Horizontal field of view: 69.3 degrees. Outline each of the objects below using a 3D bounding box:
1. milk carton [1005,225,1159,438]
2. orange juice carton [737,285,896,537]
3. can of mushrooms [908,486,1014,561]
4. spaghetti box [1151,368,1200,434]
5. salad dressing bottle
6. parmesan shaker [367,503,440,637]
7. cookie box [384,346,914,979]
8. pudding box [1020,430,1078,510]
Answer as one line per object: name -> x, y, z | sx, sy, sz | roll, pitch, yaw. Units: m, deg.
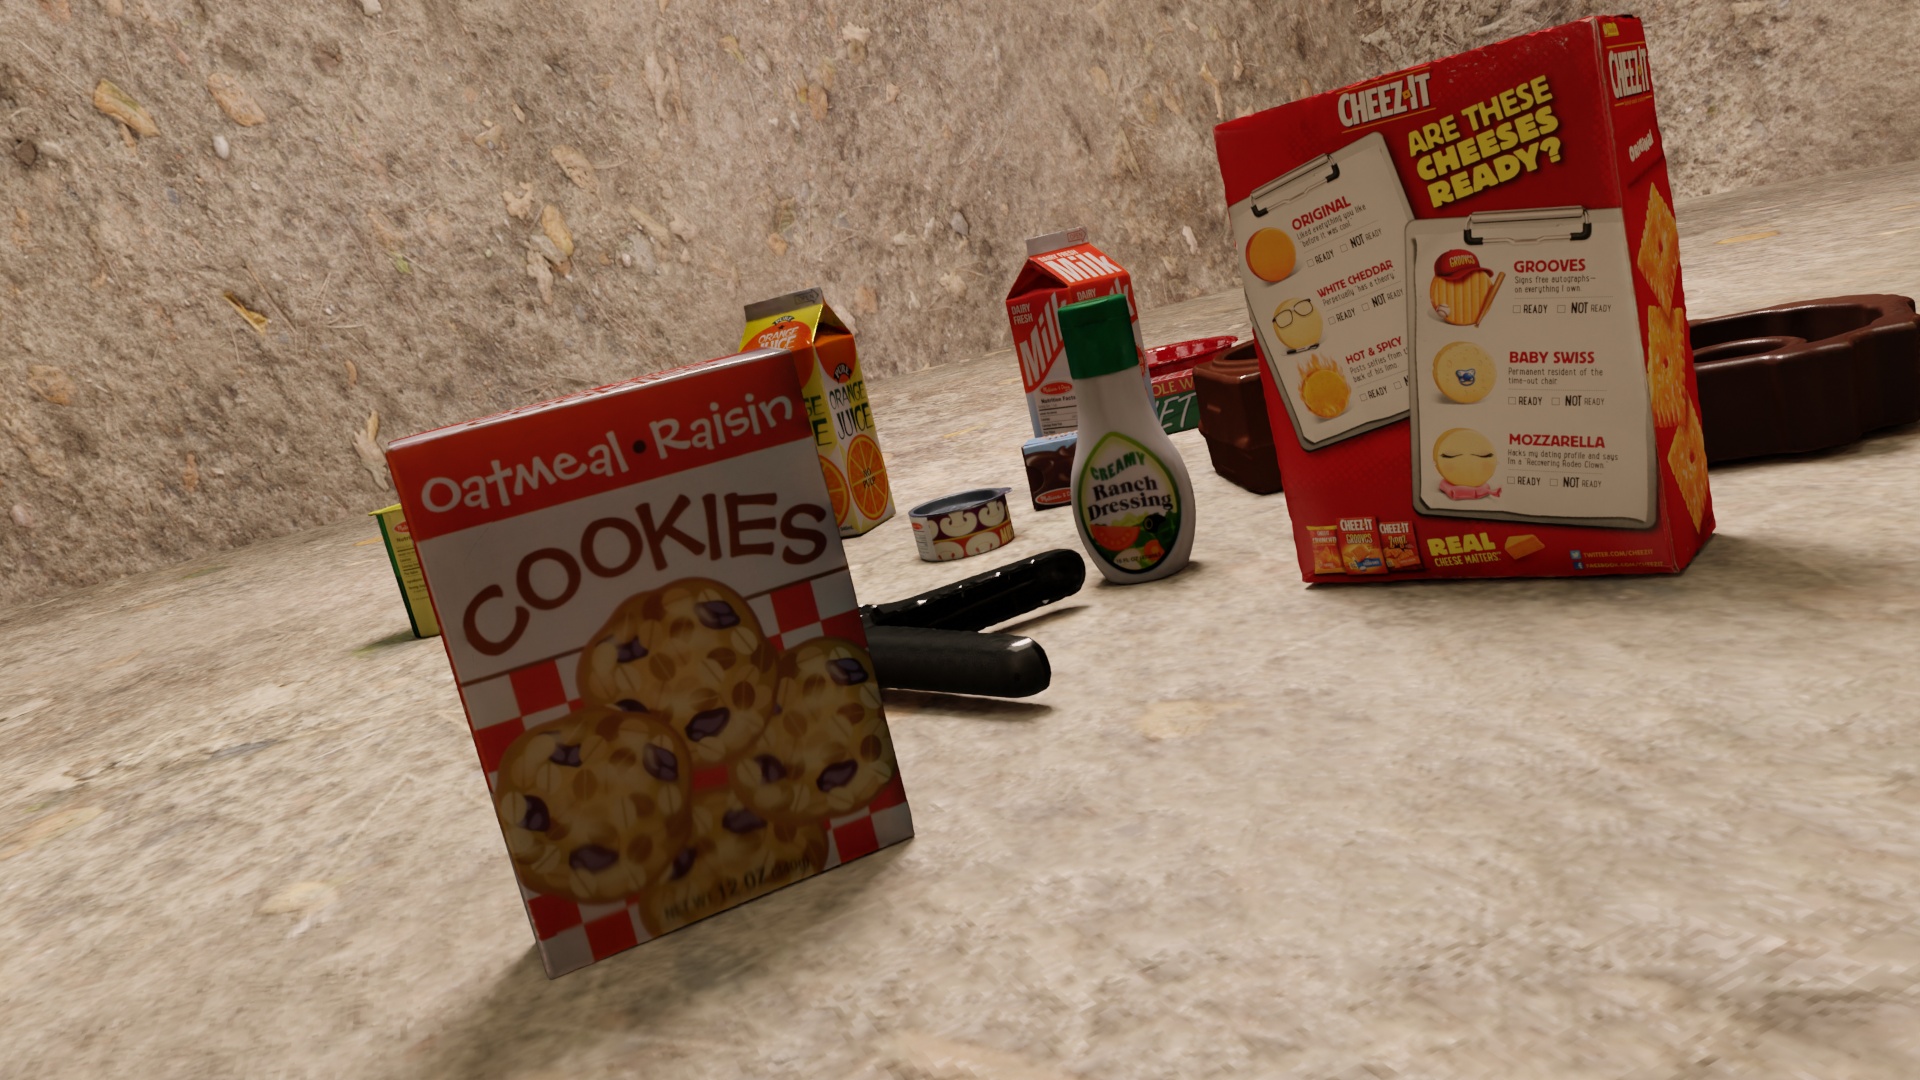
milk carton -> 0.094, -0.146, 1.086 | 0.072, 0.190, 0.073 | -22, 13, -40
orange juice carton -> -0.117, -0.099, 1.094 | 0.072, 0.192, 0.073 | -9, 11, 23
can of mushrooms -> 0.003, -0.012, 0.921 | 0.071, 0.033, 0.071 | -13, 10, 2
spaghetti box -> 0.201, -0.124, 1.220 | 0.250, 0.050, 0.029 | -13, 10, 2
salad dressing bottle -> 0.083, -0.053, 0.727 | 0.064, 0.147, 0.044 | -11, 10, 16
parmesan shaker -> -0.415, 0.019, 1.094 | 0.071, 0.103, 0.071 | -13, 10, 2
cookie box -> -0.095, 0.034, 0.441 | 0.123, 0.167, 0.040 | -17, 11, -21
pudding box -> 0.090, -0.055, 0.996 | 0.083, 0.049, 0.030 | -11, 10, 13
